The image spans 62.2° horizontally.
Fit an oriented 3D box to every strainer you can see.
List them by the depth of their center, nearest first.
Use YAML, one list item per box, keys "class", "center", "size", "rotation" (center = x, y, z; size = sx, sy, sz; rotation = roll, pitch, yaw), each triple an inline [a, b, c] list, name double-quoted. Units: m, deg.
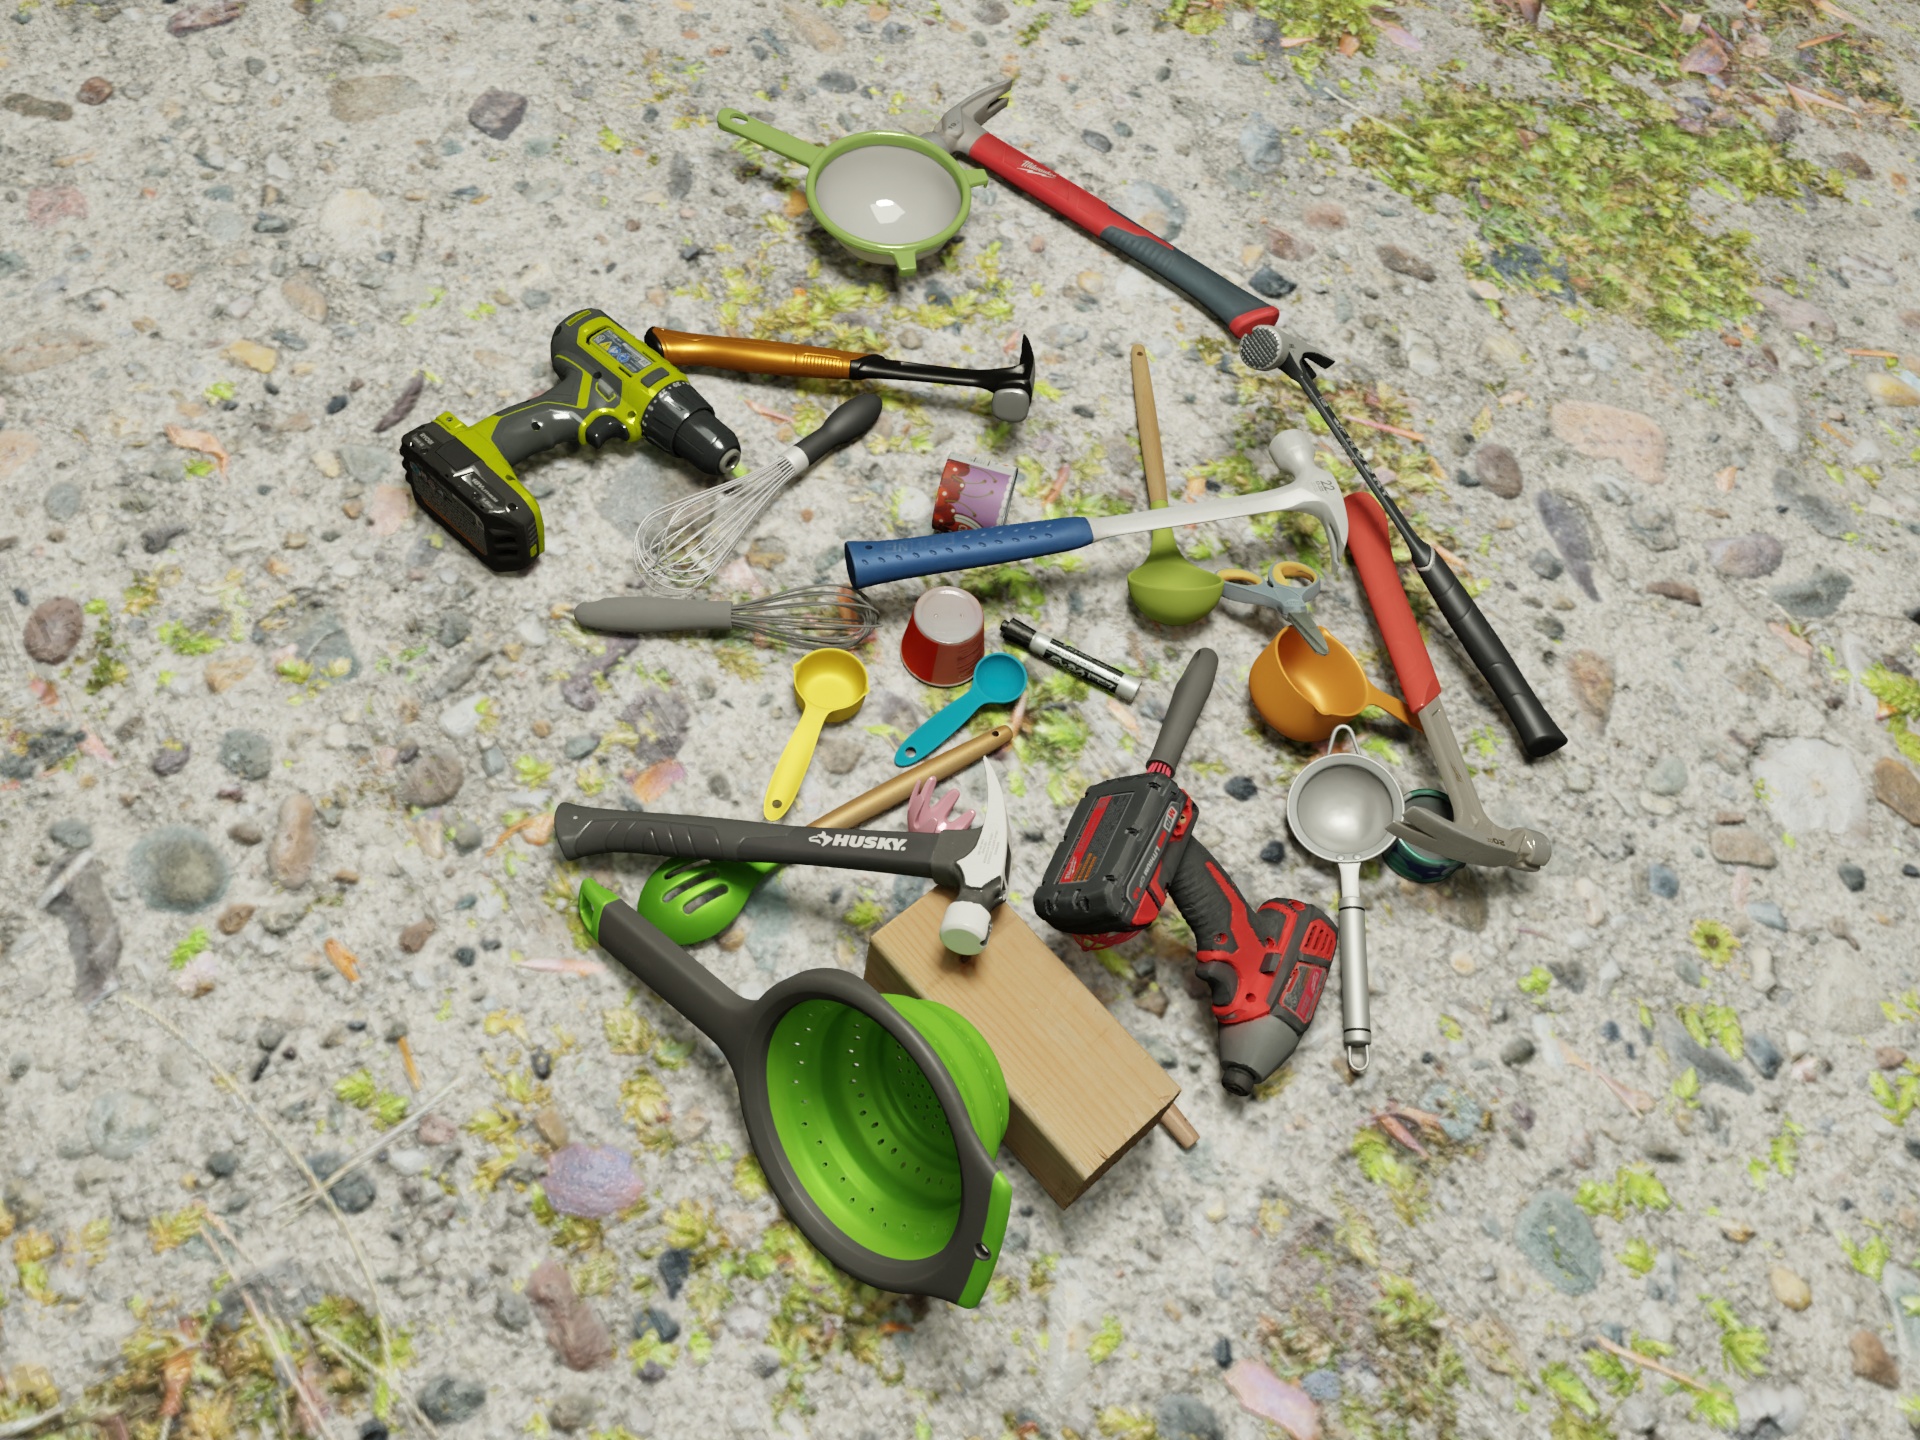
- class: "strainer"
  center: [0.286, 0.130, 1.170]
  size: [0.087, 0.050, 0.259]
  rotation: [-2, 64, 12]
- class: "strainer"
  center: [-0.114, -0.489, 1.469]
  size: [0.256, 0.069, 0.151]
  rotation: [28, 62, 10]

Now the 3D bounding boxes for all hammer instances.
- class: "hammer"
  center: [-0.126, 0.080, 1.090]
  size: [0.335, 0.035, 0.146]
  rotation: [3, 45, 16]
- class: "hammer"
  center: [0.349, -0.045, 1.249]
  size: [0.149, 0.036, 0.359]
  rotation: [16, 46, -29]
- class: "hammer"
  center: [0.112, -0.148, 1.250]
  size: [0.405, 0.035, 0.144]
  rotation: [-10, 51, -12]
- class: "hammer"
  center: [0.366, -0.147, 1.292]
  size: [0.409, 0.036, 0.149]
  rotation: [59, 28, 8]
- class: "hammer"
  center: [-0.103, -0.310, 1.371]
  size: [0.337, 0.034, 0.127]
  rotation: [6, 34, 2]
- class: "hammer"
  center: [0.145, -0.484, 1.519]
  size: [0.386, 0.038, 0.143]
  rotation: [36, 60, 14]

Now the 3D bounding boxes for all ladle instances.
- class: "ladle"
  center: [0.168, -0.211, 1.349]
  size: [0.078, 0.062, 0.320]
  rotation: [0, 57, -4]

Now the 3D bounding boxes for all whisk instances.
- class: "whisk"
  center: [0.143, 0.051, 1.188]
  size: [0.073, 0.073, 0.296]
  rotation: [23, 54, 6]
- class: "whisk"
  center: [-0.179, -0.080, 1.231]
  size: [0.239, 0.055, 0.055]
  rotation: [1, 59, -2]
- class: "whisk"
  center: [-0.159, -0.196, 1.297]
  size: [0.070, 0.070, 0.285]
  rotation: [37, 57, 14]

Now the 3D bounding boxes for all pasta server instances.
- class: "pasta server"
  center: [0.062, 0.167, 1.118]
  size: [0.316, 0.040, 0.060]
  rotation: [49, 23, 18]

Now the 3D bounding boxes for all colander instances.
- class: "colander"
  center: [-0.097, 0.203, 1.031]
  size: [0.397, 0.204, 0.094]
  rotation: [32, 33, 31]

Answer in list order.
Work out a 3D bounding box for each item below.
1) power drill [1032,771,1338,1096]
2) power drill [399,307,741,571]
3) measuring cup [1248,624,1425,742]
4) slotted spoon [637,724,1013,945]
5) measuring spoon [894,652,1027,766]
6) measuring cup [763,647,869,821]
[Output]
- class: "power drill"
  center: [0.160, 0.146, 1.075]
  size: [0.219, 0.078, 0.143]
  rotation: [41, 61, -23]
- class: "power drill"
  center: [-0.310, -0.221, 1.280]
  size: [0.191, 0.080, 0.228]
  rotation: [40, 60, 16]
- class: "measuring cup"
  center: [0.305, -0.008, 1.253]
  size: [0.173, 0.052, 0.095]
  rotation: [26, 46, -15]
- class: "slotted spoon"
  center: [-0.092, 0.073, 1.162]
  size: [0.314, 0.031, 0.070]
  rotation: [-27, 61, -23]
- class: "measuring spoon"
  center: [-0.002, -0.004, 1.228]
  size: [0.128, 0.021, 0.042]
  rotation: [-39, 78, -16]
- class: "measuring cup"
  center: [-0.115, 0.015, 1.191]
  size: [0.062, 0.029, 0.157]
  rotation: [19, 59, 4]
